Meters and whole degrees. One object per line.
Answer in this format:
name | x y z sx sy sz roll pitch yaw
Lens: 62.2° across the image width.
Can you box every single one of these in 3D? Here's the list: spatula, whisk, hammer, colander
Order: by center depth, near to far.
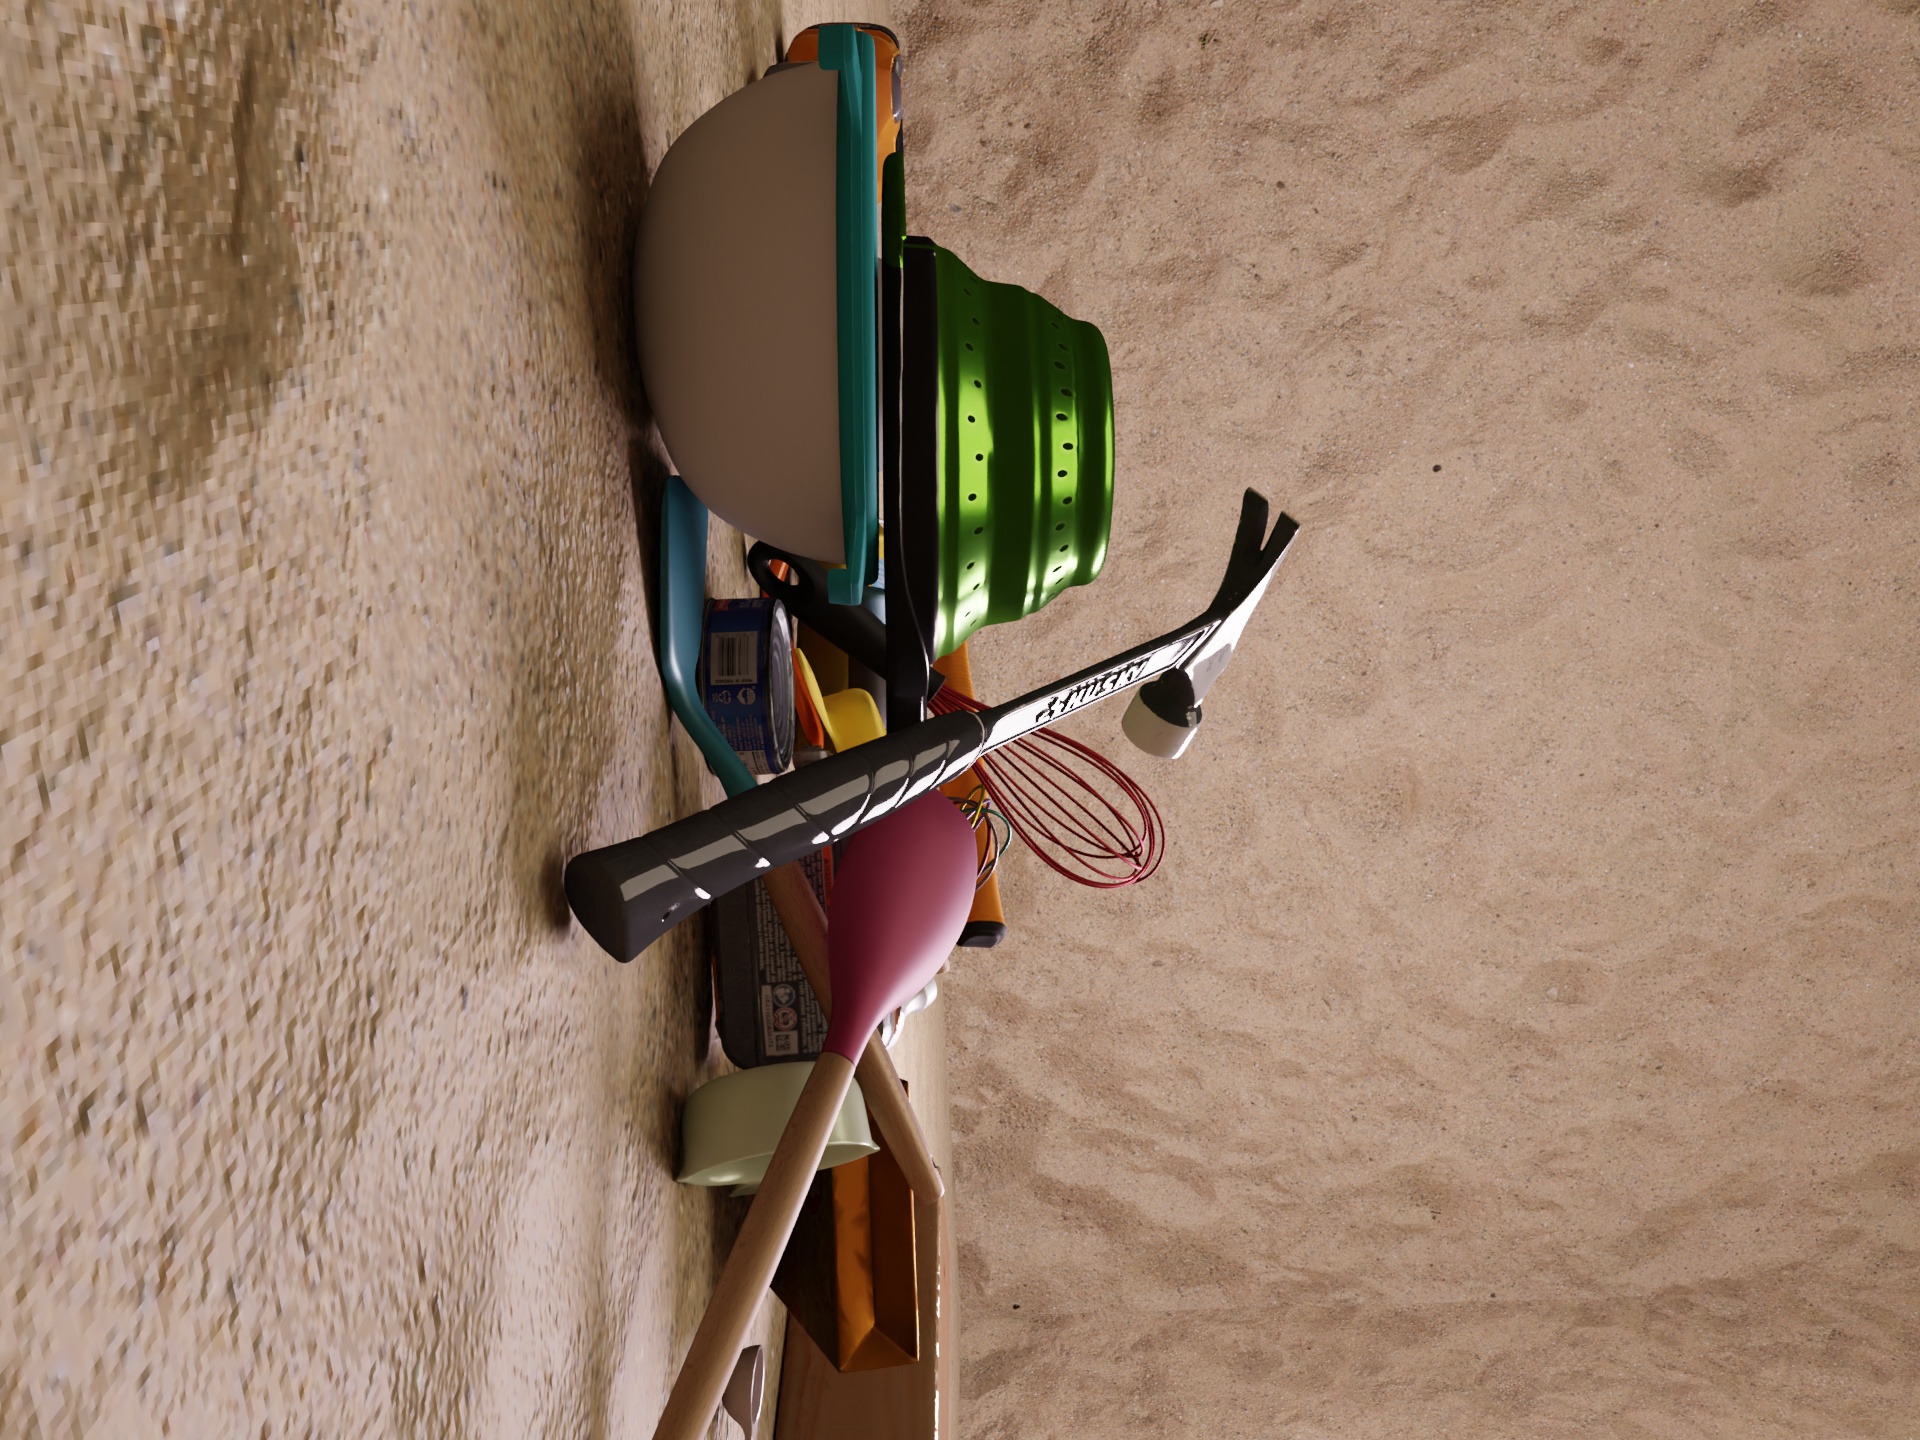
hammer | 0.012 0.002 0.626 0.409 0.036 0.149 -23 147 -49
spatula | -0.068 0.053 0.661 0.082 0.044 0.317 -72 138 -86
colander | 0.012 -0.047 0.722 0.205 0.094 0.396 -94 -176 -54
whisk | -0.001 -0.003 0.894 0.073 0.295 0.073 -49 -170 11
whisk | -0.039 0.123 0.924 0.245 0.051 0.047 -57 -140 36
spatula | -0.088 -0.145 0.935 0.081 0.041 0.323 74 21 -85
hammer | -0.002 -0.023 0.987 0.127 0.034 0.337 125 -36 -54
hammer | -0.056 0.069 1.004 0.128 0.033 0.330 -35 133 -54

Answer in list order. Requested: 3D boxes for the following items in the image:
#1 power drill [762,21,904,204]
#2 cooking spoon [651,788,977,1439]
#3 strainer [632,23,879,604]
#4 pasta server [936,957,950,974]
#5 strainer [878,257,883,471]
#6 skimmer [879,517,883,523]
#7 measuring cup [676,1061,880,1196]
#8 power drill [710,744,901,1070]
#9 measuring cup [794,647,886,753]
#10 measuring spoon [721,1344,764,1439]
power drill | -0.087 -0.365 1.079 0.226 0.084 0.185 -83 174 -56
cooking spoon | -0.055 0.151 0.599 0.068 0.017 0.319 43 49 -24
strainer | -0.083 -0.176 0.689 0.340 0.095 0.211 -103 -167 -73
pasta server | -0.053 0.036 1.143 0.060 0.040 0.316 5 -64 59
strainer | -0.042 -0.181 0.941 0.257 0.069 0.151 -89 -178 -47
skimmer | -0.067 -0.145 1.220 0.127 0.090 0.363 54 -2 11
measuring cup | -0.086 0.180 0.686 0.167 0.083 0.038 121 -39 -64
power drill | -0.075 0.089 0.798 0.226 0.084 0.164 111 -26 -85
measuring cup | -0.062 -0.008 0.865 0.156 0.029 0.062 74 -3 -69
measuring spoon | -0.101 0.337 0.693 0.034 0.018 0.124 82 12 -76
